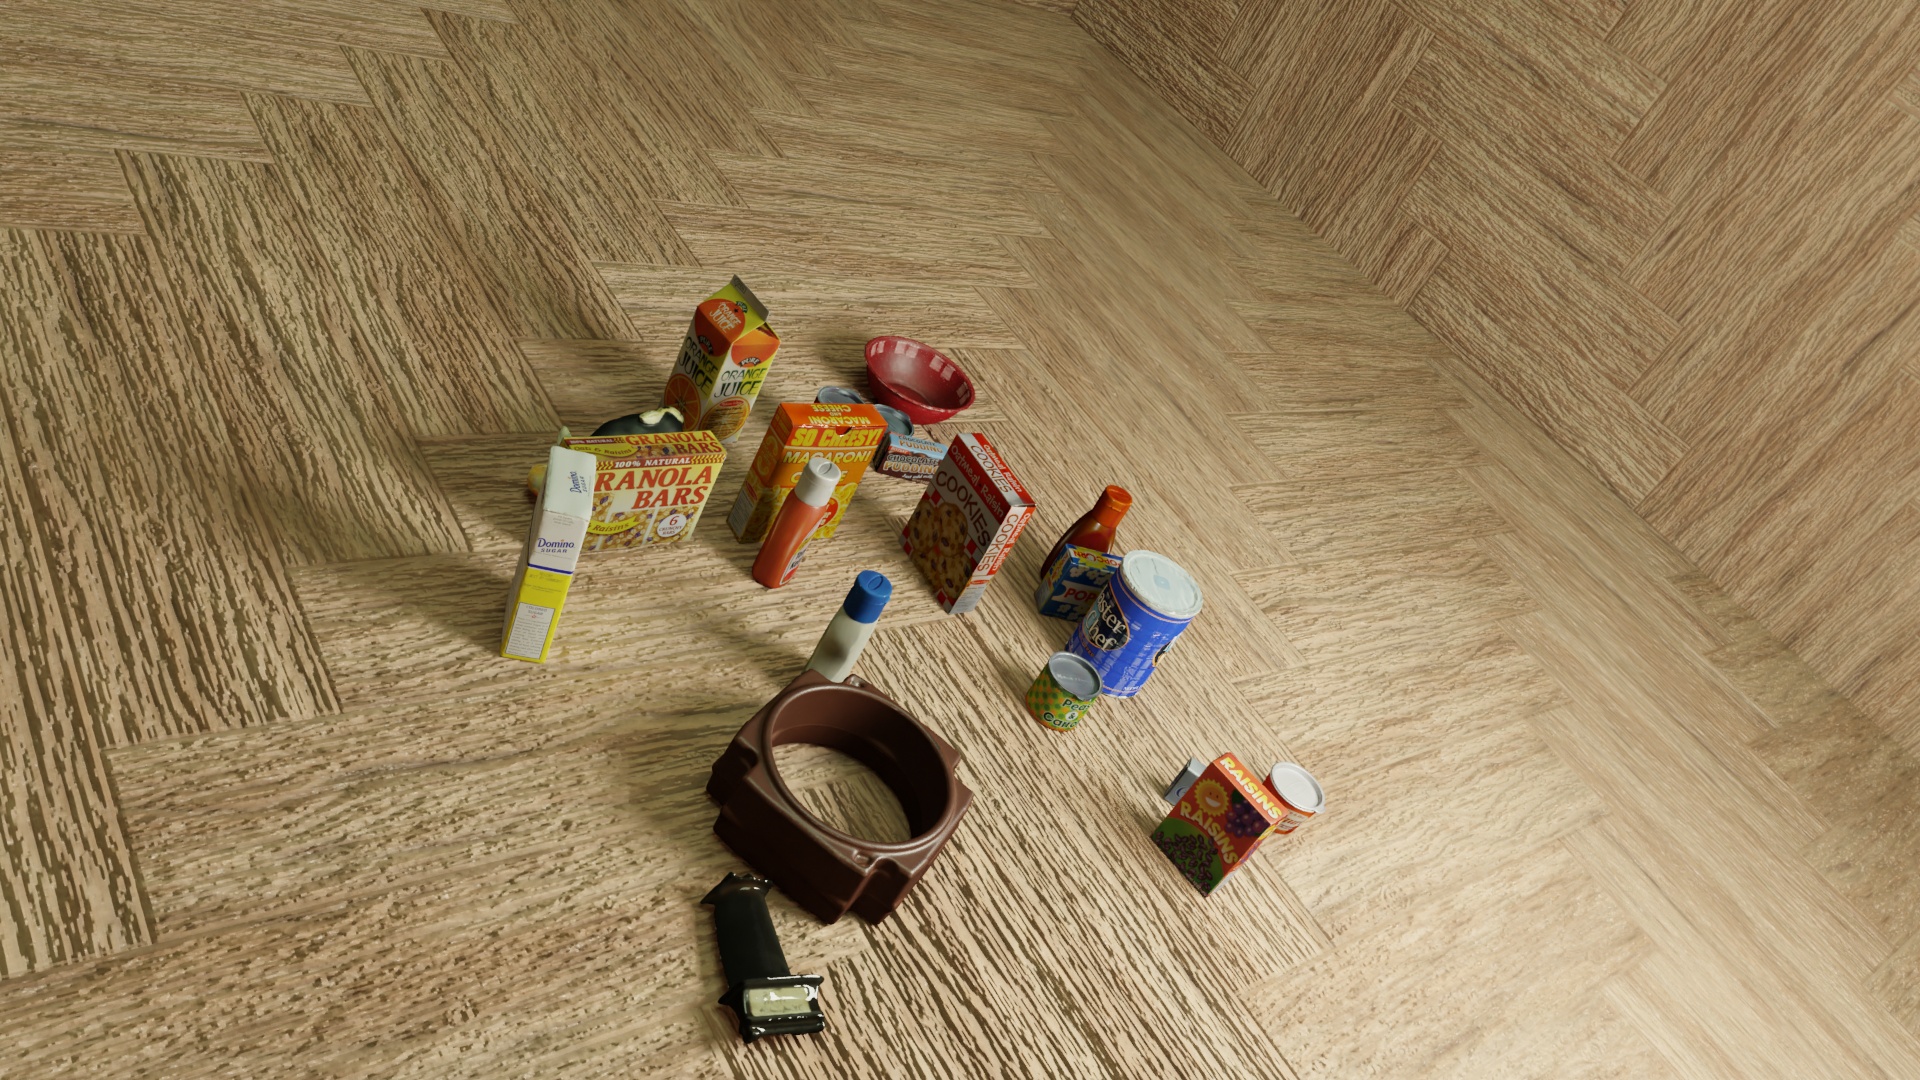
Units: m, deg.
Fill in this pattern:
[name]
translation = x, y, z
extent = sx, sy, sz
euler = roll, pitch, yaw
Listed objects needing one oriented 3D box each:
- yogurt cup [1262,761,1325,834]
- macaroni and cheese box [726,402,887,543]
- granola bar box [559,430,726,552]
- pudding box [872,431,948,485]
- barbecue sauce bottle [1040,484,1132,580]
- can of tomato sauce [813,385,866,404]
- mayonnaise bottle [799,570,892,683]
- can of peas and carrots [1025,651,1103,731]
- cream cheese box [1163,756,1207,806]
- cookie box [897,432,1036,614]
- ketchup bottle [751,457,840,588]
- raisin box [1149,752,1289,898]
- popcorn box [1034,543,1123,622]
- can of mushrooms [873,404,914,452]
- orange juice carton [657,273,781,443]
[yogurt cup]
translation = 0.357, 0.285, 1.525
extent = 0.072, 0.053, 0.073
euler = 20, 34, -15
[macaroni and cheese box]
translation = -0.165, -0.072, 1.495
extent = 0.124, 0.165, 0.040
euler = -4, 46, -41
[granola bar box]
translation = -0.329, -0.049, 1.378
extent = 0.166, 0.123, 0.039
euler = -7, 48, -43
[pudding box]
translation = -0.060, -0.101, 1.721
extent = 0.084, 0.049, 0.030
euler = 13, 37, -24
[barbecue sauce bottle]
translation = 0.155, 0.000, 1.662
extent = 0.065, 0.147, 0.044
euler = 23, 34, -11
[can of tomato sauce]
translation = -0.155, -0.134, 1.661
extent = 0.071, 0.082, 0.071
euler = 20, 34, -15
[mayonnaise bottle]
translation = -0.111, 0.092, 1.337
extent = 0.041, 0.147, 0.065
euler = 34, 33, 5
[can of peas and carrots]
translation = 0.112, 0.164, 1.493
extent = 0.071, 0.058, 0.071
euler = 20, 34, -15
[cream cheese box]
translation = 0.272, 0.279, 1.468
extent = 0.104, 0.053, 0.024
euler = 33, 33, 5
[cookie box]
translation = 0.006, -0.020, 1.556
extent = 0.040, 0.166, 0.123
euler = -3, 45, -40
[ketchup bottle]
translation = -0.169, -0.020, 1.440
extent = 0.043, 0.148, 0.065
euler = 31, 33, 1
[raisin box]
translation = 0.258, 0.284, 1.387
extent = 0.040, 0.122, 0.086
euler = -14, 53, -47
[popcorn box]
translation = 0.163, 0.058, 1.649
extent = 0.127, 0.084, 0.038
euler = 13, 37, -24
[can of mushrooms]
translation = -0.093, -0.139, 1.761
extent = 0.071, 0.033, 0.071
euler = 20, 34, -15
[orange juice carton]
translation = -0.267, -0.202, 1.566
extent = 0.073, 0.191, 0.072
euler = -13, 52, -46
